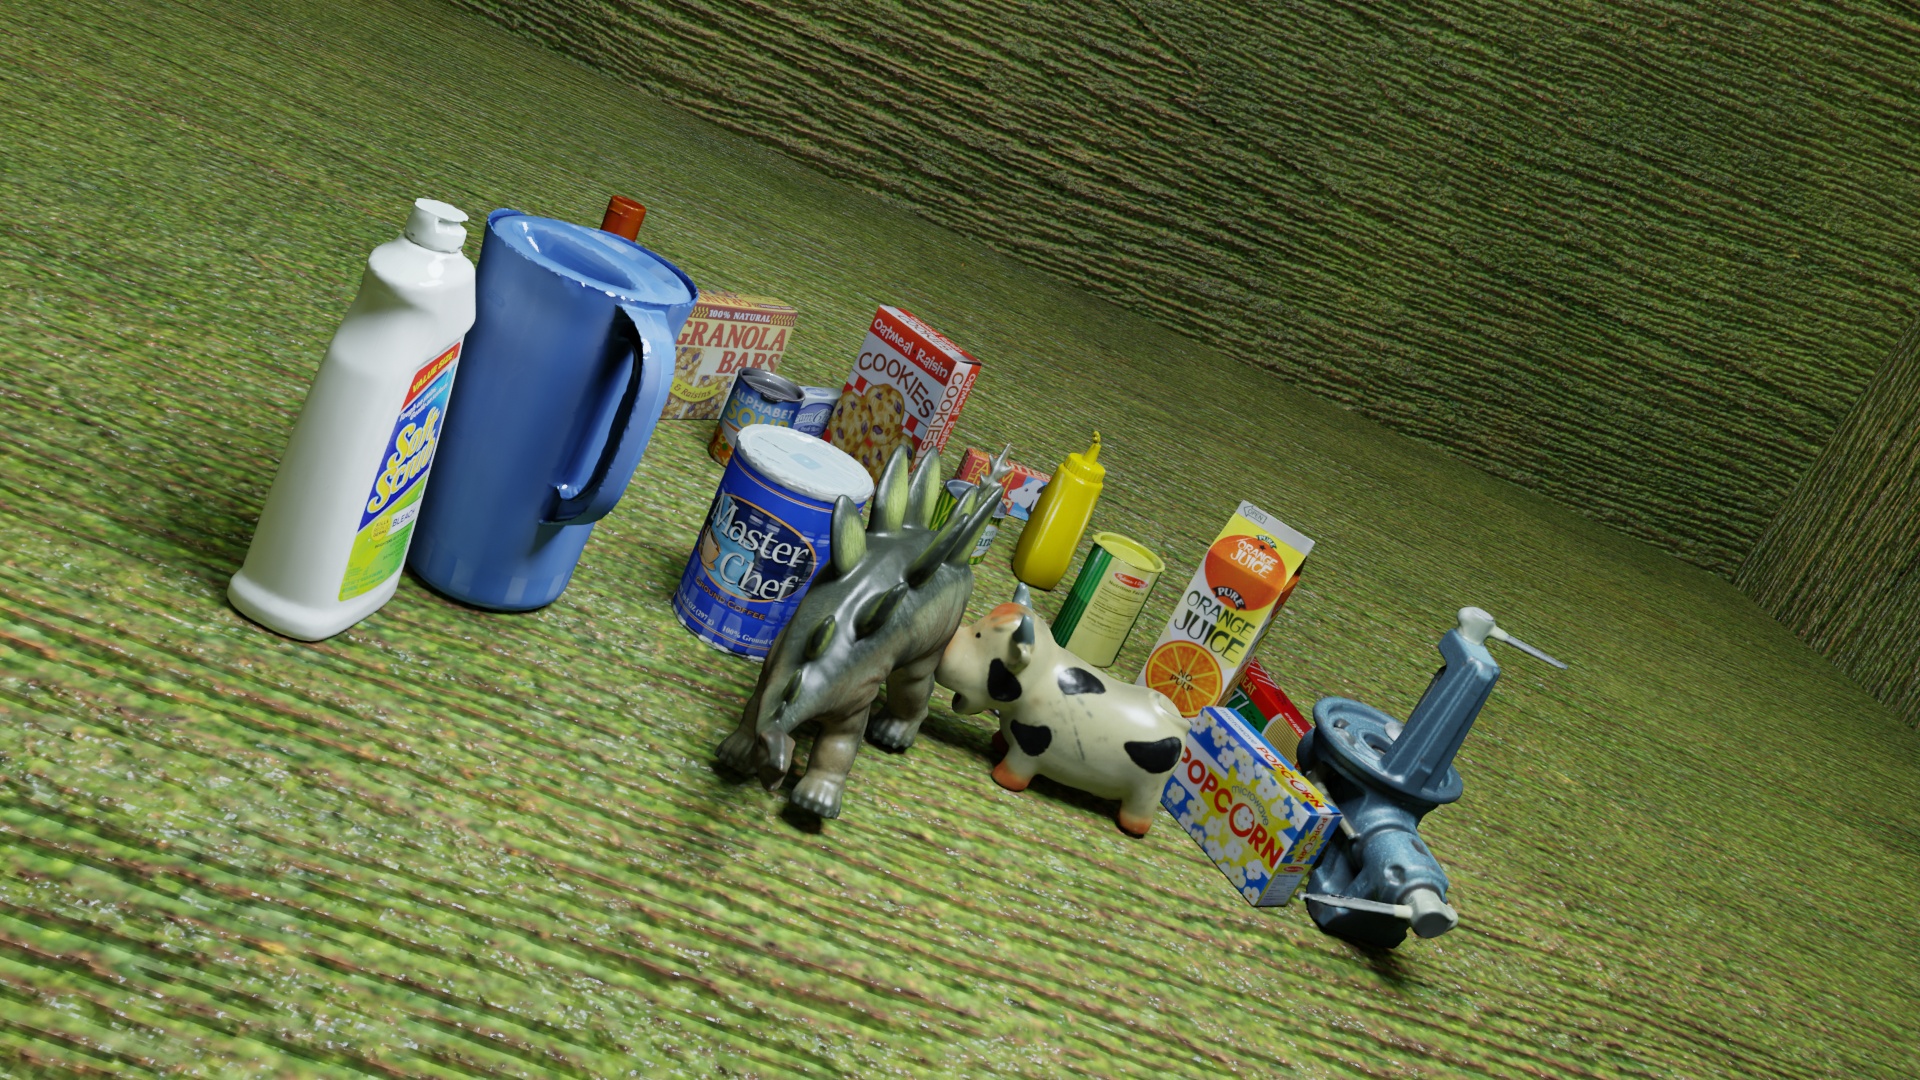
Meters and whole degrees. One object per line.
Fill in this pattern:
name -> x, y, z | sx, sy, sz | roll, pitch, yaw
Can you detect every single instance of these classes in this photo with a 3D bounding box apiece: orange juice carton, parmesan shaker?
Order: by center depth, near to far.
orange juice carton -> 0.229, 0.064, 1.198 | 0.072, 0.192, 0.073 | 32, 21, 18
parmesan shaker -> 0.127, 0.052, 1.239 | 0.071, 0.102, 0.071 | 22, 20, -9

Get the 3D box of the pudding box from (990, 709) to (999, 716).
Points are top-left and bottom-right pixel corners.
pudding box -> 0.045, 0.113, 1.069 | 0.084, 0.049, 0.030 | 37, 22, 28

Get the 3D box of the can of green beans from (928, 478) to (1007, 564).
can of green beans -> 0.004, -0.018, 1.331 | 0.071, 0.057, 0.071 | 22, 20, -9

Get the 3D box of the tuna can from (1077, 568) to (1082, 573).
tuna can -> 0.139, 0.057, 1.341 | 0.071, 0.032, 0.071 | 22, 20, -9

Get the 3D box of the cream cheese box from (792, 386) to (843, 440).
cream cheese box -> -0.158, -0.130, 1.424 | 0.024, 0.053, 0.104 | 37, 23, 28

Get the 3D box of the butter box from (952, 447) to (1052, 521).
butter box -> 0.045, -0.059, 1.487 | 0.103, 0.053, 0.024 | 19, 21, -19

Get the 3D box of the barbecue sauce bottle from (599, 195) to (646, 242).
barbecue sauce bottle -> -0.359, -0.273, 1.404 | 0.065, 0.148, 0.044 | 29, 20, 10

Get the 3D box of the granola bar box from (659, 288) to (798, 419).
granola bar box -> -0.243, -0.178, 1.342 | 0.039, 0.123, 0.166 | 36, 22, 27

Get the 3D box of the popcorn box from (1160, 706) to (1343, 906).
popcorn box -> 0.206, 0.192, 1.013 | 0.038, 0.085, 0.127 | 10, 25, -38

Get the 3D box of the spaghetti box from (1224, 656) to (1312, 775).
spaghetti box -> 0.255, 0.135, 1.262 | 0.029, 0.050, 0.251 | 16, 22, -24

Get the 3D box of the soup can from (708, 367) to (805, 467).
soup can -> -0.190, -0.108, 1.290 | 0.071, 0.083, 0.071 | 22, 20, -9

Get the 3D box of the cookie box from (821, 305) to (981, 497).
cookie box -> -0.062, -0.131, 1.375 | 0.040, 0.166, 0.123 | 1, 31, -50

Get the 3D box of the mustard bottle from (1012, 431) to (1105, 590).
mustard bottle -> 0.101, -0.031, 1.331 | 0.049, 0.159, 0.065 | 20, 20, -16
